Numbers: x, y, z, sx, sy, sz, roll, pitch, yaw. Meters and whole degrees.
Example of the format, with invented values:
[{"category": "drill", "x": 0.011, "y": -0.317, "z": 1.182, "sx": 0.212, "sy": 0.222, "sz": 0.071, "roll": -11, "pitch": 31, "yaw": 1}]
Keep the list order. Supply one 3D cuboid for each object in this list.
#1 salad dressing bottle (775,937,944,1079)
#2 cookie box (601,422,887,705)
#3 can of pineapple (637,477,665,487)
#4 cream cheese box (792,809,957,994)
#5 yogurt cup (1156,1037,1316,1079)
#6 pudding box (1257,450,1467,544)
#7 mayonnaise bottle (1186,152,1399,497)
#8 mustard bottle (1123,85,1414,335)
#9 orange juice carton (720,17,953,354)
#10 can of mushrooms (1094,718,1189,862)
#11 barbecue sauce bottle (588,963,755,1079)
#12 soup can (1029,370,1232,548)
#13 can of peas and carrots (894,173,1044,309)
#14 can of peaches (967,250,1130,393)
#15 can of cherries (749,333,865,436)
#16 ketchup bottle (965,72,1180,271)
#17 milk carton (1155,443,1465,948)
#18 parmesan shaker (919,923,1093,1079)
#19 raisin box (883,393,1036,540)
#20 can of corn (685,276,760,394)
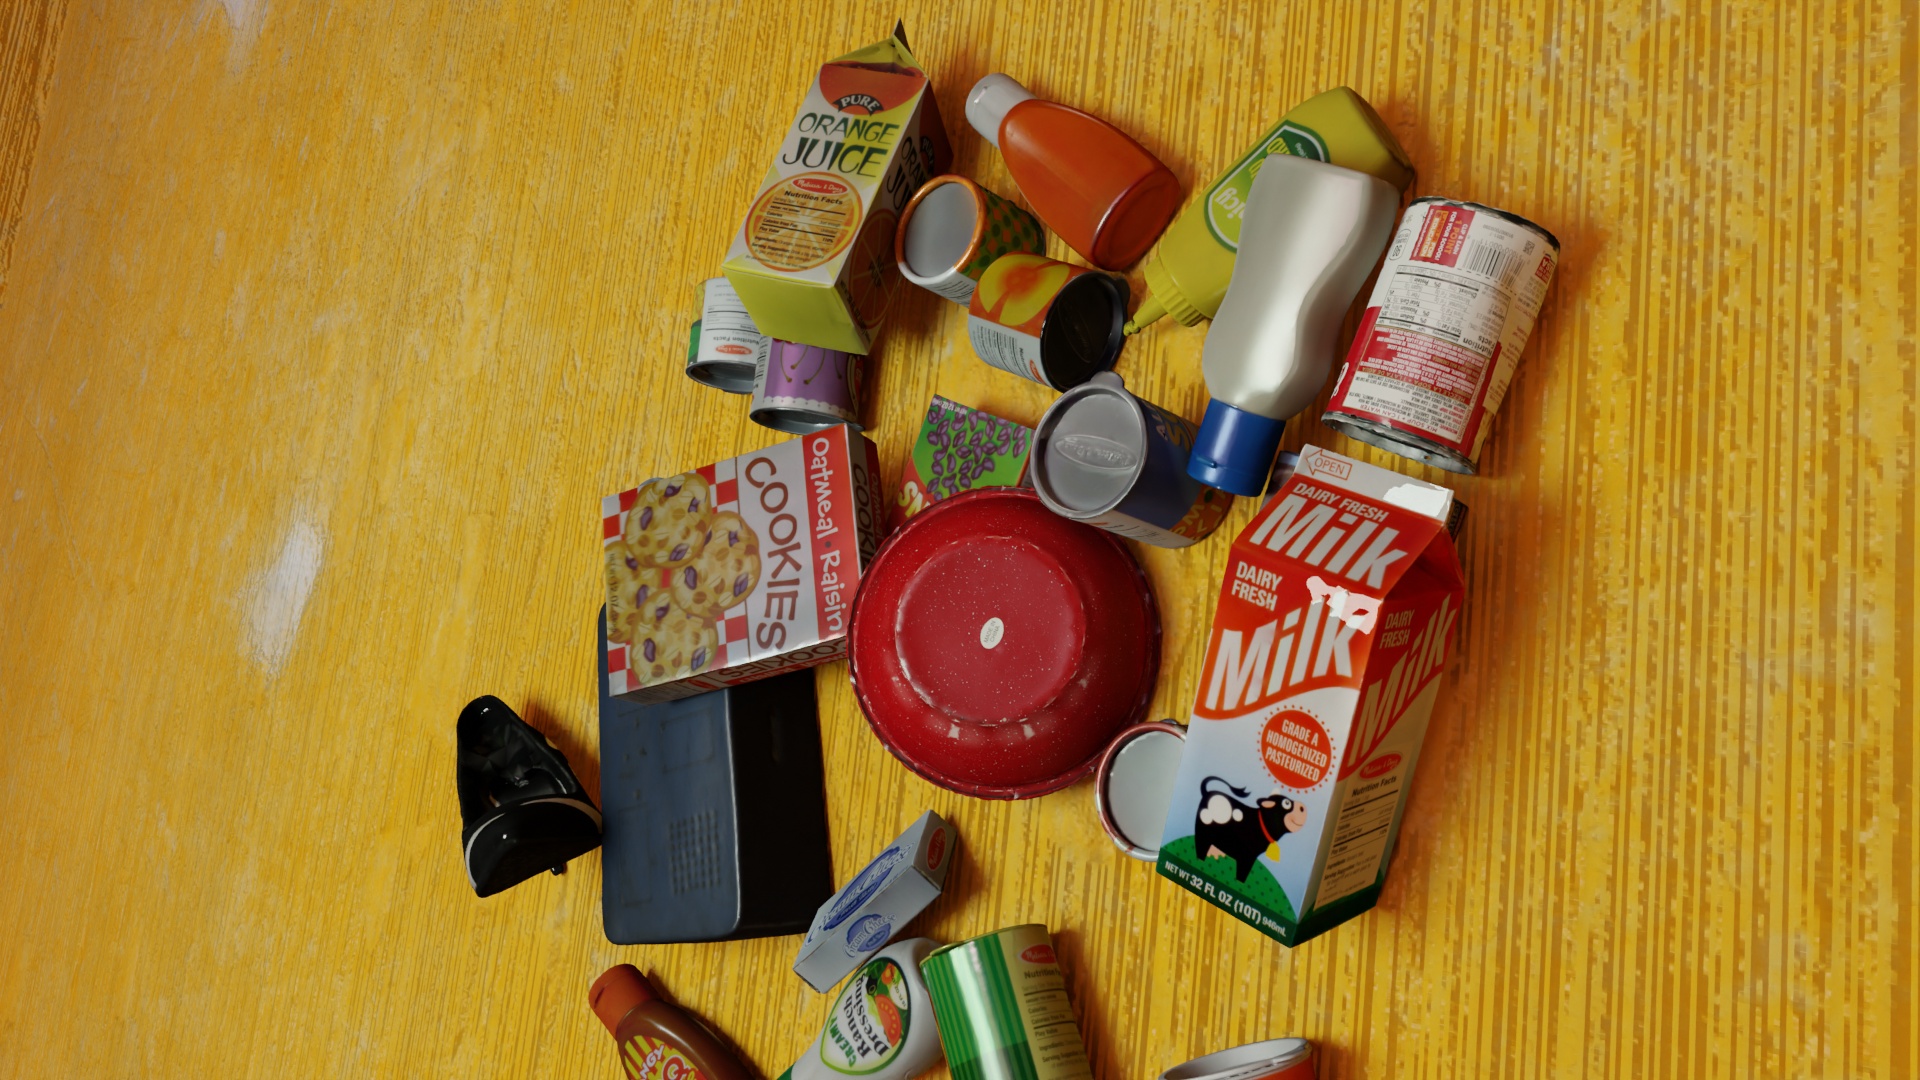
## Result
[{"category": "salad dressing bottle", "x": -0.055, "y": 0.273, "z": 0.744, "sx": 0.147, "sy": 0.044, "sz": 0.064, "roll": -48, "pitch": 47, "yaw": 21}, {"category": "cookie box", "x": -0.122, "y": 0.016, "z": 0.787, "sx": 0.167, "sy": 0.040, "sz": 0.123, "roll": -15, "pitch": 69, "yaw": 21}, {"category": "can of pineapple", "x": -0.180, "y": -0.003, "z": 0.909, "sx": 0.071, "sy": 0.058, "sz": 0.071, "roll": -11, "pitch": 73, "yaw": 38}, {"category": "cream cheese box", "x": -0.045, "y": 0.195, "z": 0.749, "sx": 0.024, "sy": 0.053, "sz": 0.103, "roll": 42, "pitch": 113, "yaw": -8}, {"category": "yogurt cup", "x": 0.122, "y": 0.246, "z": 0.587, "sx": 0.072, "sy": 0.072, "sz": 0.054, "roll": -25, "pitch": 73, "yaw": 34}, {"category": "pudding box", "x": 0.177, "y": -0.007, "z": 0.625, "sx": 0.084, "sy": 0.030, "sz": 0.049, "roll": 21, "pitch": 94, "yaw": 42}, {"category": "mayonnaise bottle", "x": 0.142, "y": -0.094, "z": 0.622, "sx": 0.065, "sy": 0.041, "sz": 0.147, "roll": 30, "pitch": 108, "yaw": 42}, {"category": "mustard bottle", "x": 0.140, "y": -0.148, "z": 0.679, "sx": 0.159, "sy": 0.049, "sz": 0.065, "roll": -38, "pitch": 60, "yaw": 27}, {"category": "orange juice carton", "x": -0.061, "y": -0.212, "z": 0.817, "sx": 0.073, "sy": 0.071, "sz": 0.193, "roll": 14, "pitch": 68, "yaw": 19}, {"category": "can of mushrooms", "x": 0.098, "y": 0.117, "z": 0.659, "sx": 0.071, "sy": 0.033, "sz": 0.071, "roll": -11, "pitch": 73, "yaw": 39}, {"category": "barbecue sauce bottle", "x": -0.173, "y": 0.314, "z": 0.834, "sx": 0.149, "sy": 0.044, "sz": 0.064, "roll": 33, "pitch": 102, "yaw": 41}, {"category": "soup can", "x": 0.086, "y": -0.037, "z": 0.674, "sx": 0.071, "sy": 0.084, "sz": 0.071, "roll": -11, "pitch": 73, "yaw": 38}, {"category": "can of peas and carrots", "x": 0.005, "y": -0.171, "z": 0.793, "sx": 0.071, "sy": 0.059, "sz": 0.071, "roll": -11, "pitch": 73, "yaw": 38}, {"category": "can of peaches", "x": 0.048, "y": -0.118, "z": 0.741, "sx": 0.058, "sy": 0.071, "sz": 0.071, "roll": 25, "pitch": 96, "yaw": 42}, {"category": "can of cherries", "x": -0.091, "y": -0.099, "z": 0.855, "sx": 0.071, "sy": 0.071, "sz": 0.058, "roll": -2, "pitch": 77, "yaw": 40}, {"category": "ketchup bottle", "x": 0.055, "y": -0.212, "z": 0.771, "sx": 0.064, "sy": 0.043, "sz": 0.149, "roll": -52, "pitch": 52, "yaw": 17}, {"category": "milk carton", "x": 0.149, "y": 0.061, "z": 0.577, "sx": 0.072, "sy": 0.073, "sz": 0.190, "roll": 24, "pitch": 109, "yaw": 41}, {"category": "parmesan shaker", "x": 0.024, "y": 0.245, "z": 0.665, "sx": 0.071, "sy": 0.071, "sz": 0.103, "roll": -34, "pitch": 60, "yaw": 30}, {"category": "raisin box", "x": 0.003, "y": -0.010, "z": 0.768, "sx": 0.086, "sy": 0.040, "sz": 0.123, "roll": 24, "pitch": 94, "yaw": 42}, {"category": "can of corn", "x": -0.143, "y": -0.133, "z": 0.907, "sx": 0.071, "sy": 0.071, "sz": 0.058, "roll": -5, "pitch": 76, "yaw": 40}]
